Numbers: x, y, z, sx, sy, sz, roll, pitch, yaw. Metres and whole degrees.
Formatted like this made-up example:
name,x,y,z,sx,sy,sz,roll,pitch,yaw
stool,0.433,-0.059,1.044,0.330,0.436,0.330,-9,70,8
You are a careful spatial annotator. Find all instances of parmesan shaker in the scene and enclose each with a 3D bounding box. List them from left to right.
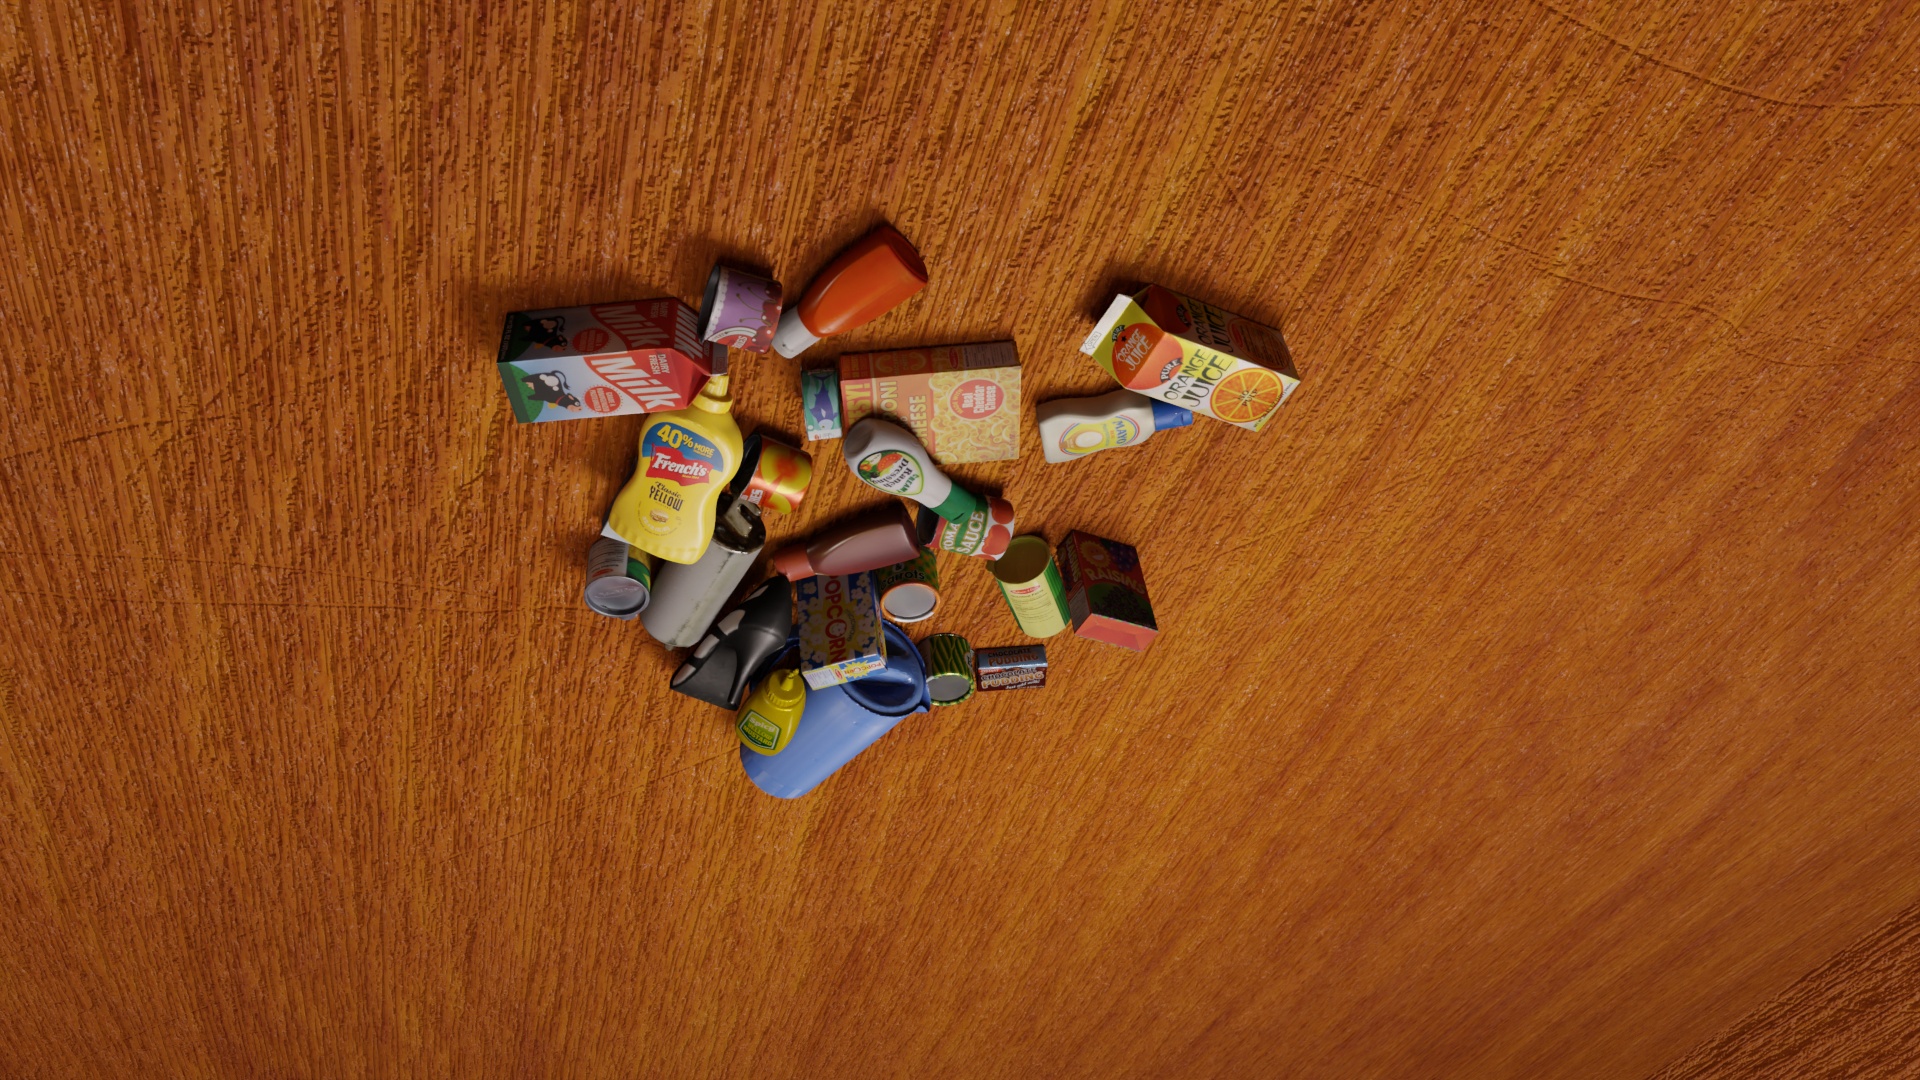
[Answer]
name,x,y,z,sx,sy,sz,roll,pitch,yaw
parmesan shaker,0.076,0.052,1.516,0.071,0.071,0.102,-16,138,9

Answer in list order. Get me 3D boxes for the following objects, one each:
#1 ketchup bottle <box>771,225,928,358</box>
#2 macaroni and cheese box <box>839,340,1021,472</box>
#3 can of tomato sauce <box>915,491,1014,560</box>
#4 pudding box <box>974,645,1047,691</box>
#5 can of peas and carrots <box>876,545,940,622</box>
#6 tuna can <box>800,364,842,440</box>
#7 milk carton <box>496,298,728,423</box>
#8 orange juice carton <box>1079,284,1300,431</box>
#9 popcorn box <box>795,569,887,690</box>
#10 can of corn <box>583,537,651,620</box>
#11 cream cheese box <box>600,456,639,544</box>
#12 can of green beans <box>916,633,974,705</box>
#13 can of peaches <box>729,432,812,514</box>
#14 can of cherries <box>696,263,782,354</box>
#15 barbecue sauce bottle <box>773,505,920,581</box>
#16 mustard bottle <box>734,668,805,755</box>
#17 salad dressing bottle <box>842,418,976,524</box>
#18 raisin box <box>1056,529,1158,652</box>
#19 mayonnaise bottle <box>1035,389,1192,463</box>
name,x,y,z,sx,sy,sz,roll,pitch,yaw
ketchup bottle,-0.103,-0.212,1.217,0.148,0.044,0.064,-30,132,23
macaroni and cheese box,-0.028,-0.126,1.324,0.167,0.040,0.123,-5,138,-4
can of tomato sauce,0.005,-0.018,1.425,0.083,0.071,0.070,13,134,-21
pudding box,0.060,0.152,1.649,0.084,0.030,0.049,-3,137,-5
can of peas and carrots,-0.057,0.044,1.493,0.071,0.059,0.070,-5,138,-4
tuna can,-0.129,-0.129,1.289,0.033,0.071,0.070,-6,138,-3
milk carton,-0.300,-0.160,1.224,0.191,0.073,0.073,-6,137,-2
orange juice carton,0.209,-0.173,1.283,0.193,0.073,0.071,15,133,-22
popcorn box,-0.127,0.088,1.480,0.085,0.127,0.038,-14,142,7
can of corn,-0.355,0.039,1.444,0.071,0.058,0.070,-4,138,-4
cream cheese box,-0.318,-0.037,1.392,0.053,0.024,0.103,19,131,-24
can of green beans,-0.018,0.151,1.616,0.071,0.058,0.071,-4,138,-4
can of peaches,-0.184,-0.062,1.349,0.058,0.071,0.071,20,131,-28
can of cherries,-0.191,-0.197,1.201,0.058,0.072,0.071,13,134,-22
barbecue sauce bottle,-0.121,0.009,1.457,0.148,0.044,0.064,-15,137,9
mustard bottle,-0.199,0.176,1.489,0.065,0.049,0.159,31,142,1
salad dressing bottle,-0.046,-0.063,1.327,0.064,0.044,0.147,-35,133,26
raisin box,0.156,0.053,1.485,0.086,0.124,0.040,15,132,-23
mayonnaise bottle,0.151,-0.117,1.359,0.148,0.041,0.064,-11,136,4
